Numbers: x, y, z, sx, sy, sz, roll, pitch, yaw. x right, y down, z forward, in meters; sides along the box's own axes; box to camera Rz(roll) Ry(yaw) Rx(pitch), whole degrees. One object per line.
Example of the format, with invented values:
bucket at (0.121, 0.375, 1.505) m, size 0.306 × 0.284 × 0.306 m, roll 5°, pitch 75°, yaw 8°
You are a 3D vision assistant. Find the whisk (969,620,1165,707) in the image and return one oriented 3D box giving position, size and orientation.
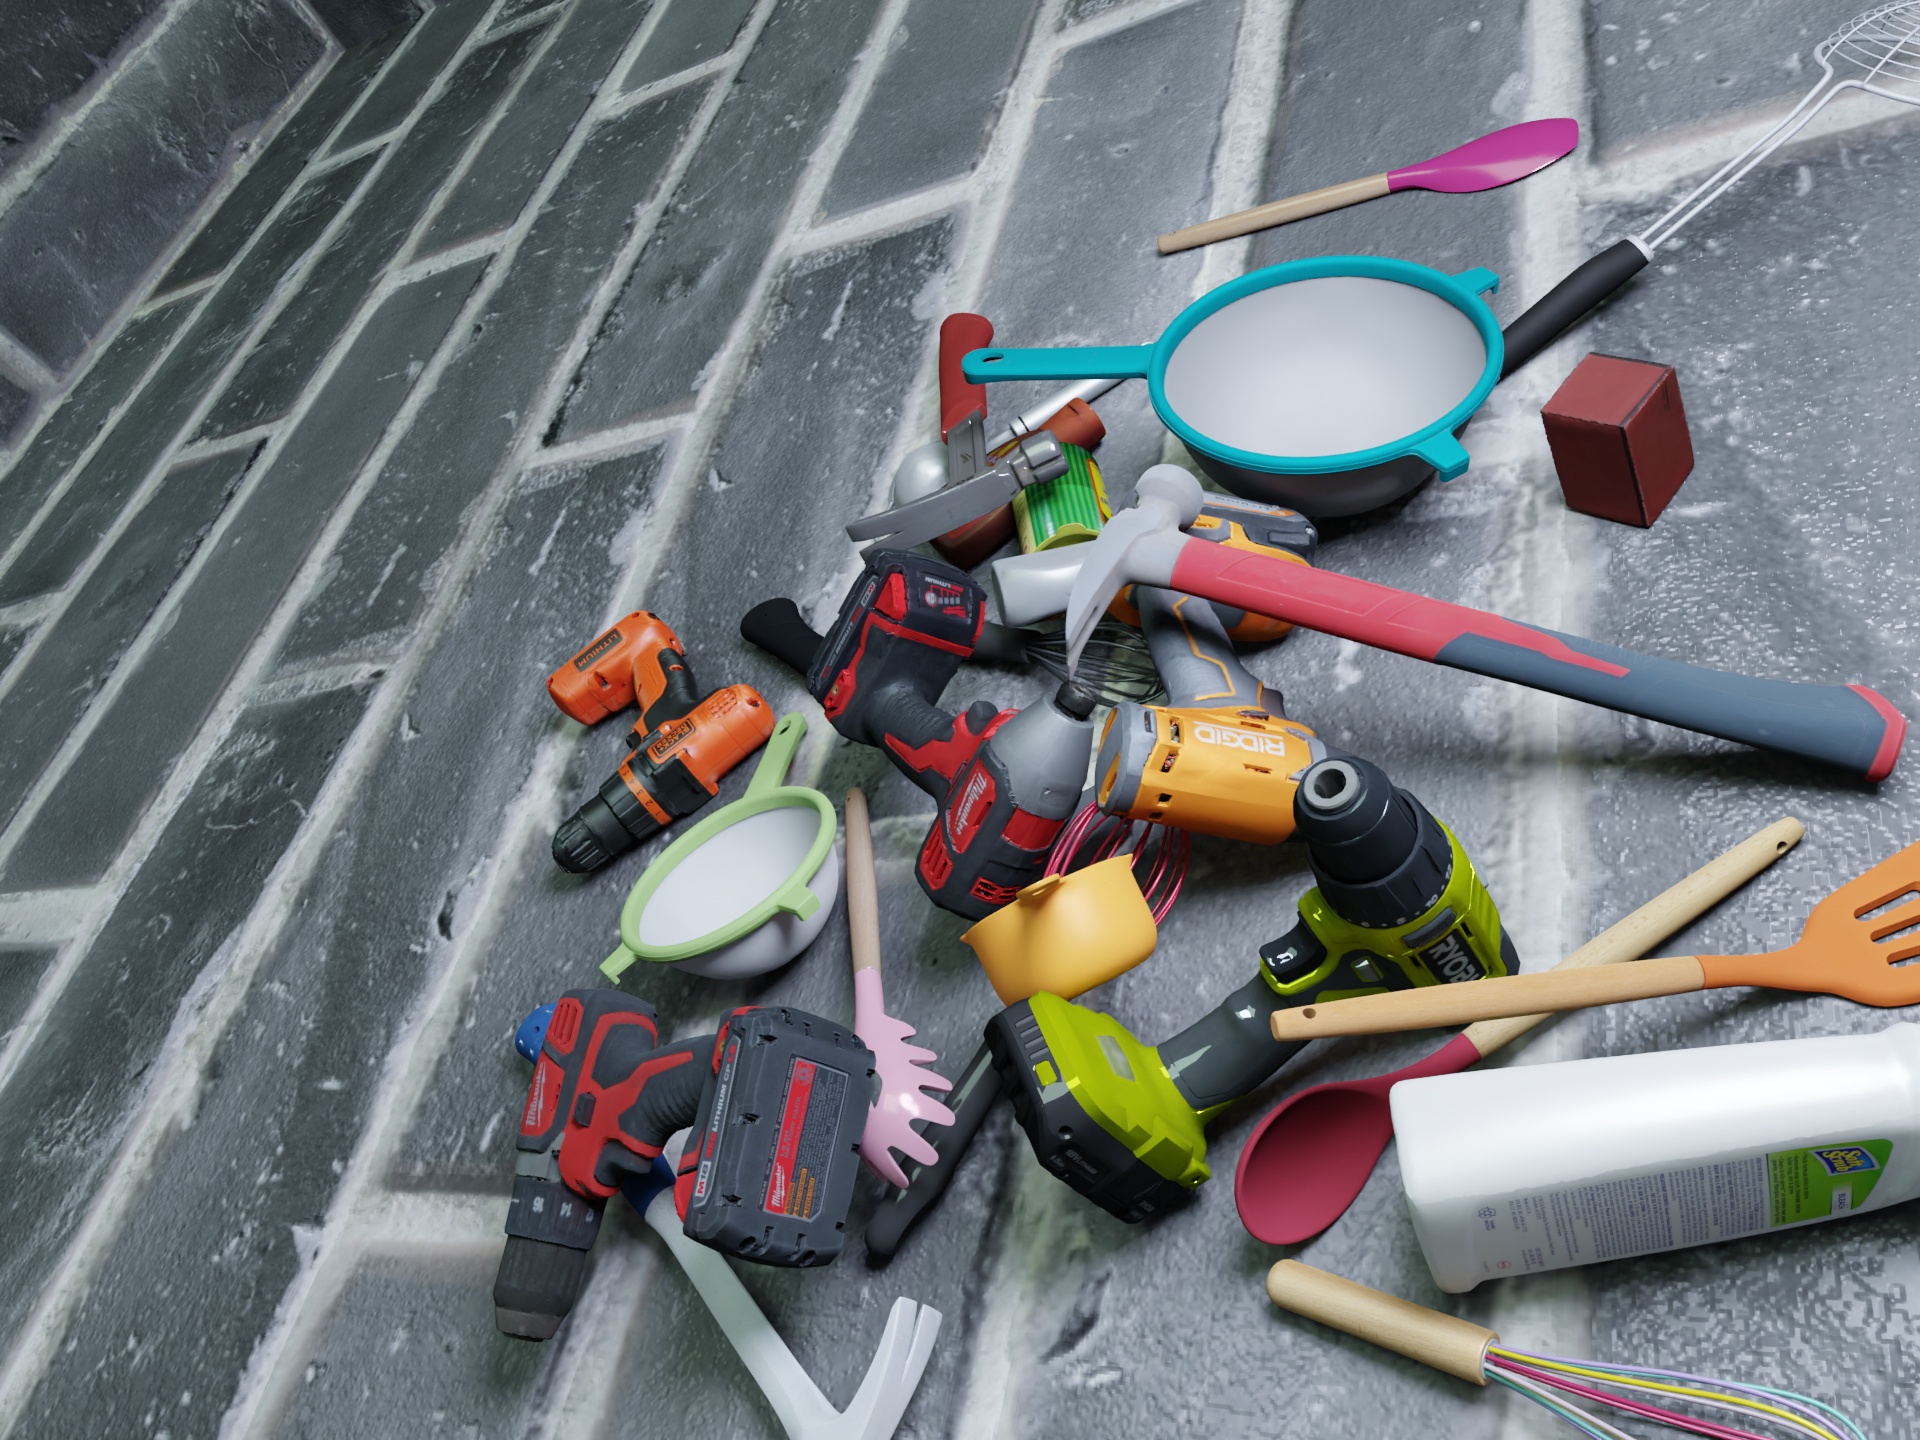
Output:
whisk at (0.045, -0.045, 1.034) m, size 0.239 × 0.055 × 0.055 m, roll 12°, pitch 61°, yaw 46°

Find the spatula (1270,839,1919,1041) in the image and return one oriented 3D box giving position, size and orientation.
spatula at (0.291, 0.104, 0.674) m, size 0.322 × 0.041 × 0.081 m, roll -6°, pitch 44°, yaw -5°

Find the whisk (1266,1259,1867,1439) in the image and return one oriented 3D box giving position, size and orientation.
whisk at (0.230, 0.256, 0.628) m, size 0.245 × 0.047 × 0.051 m, roll 7°, pitch 58°, yaw 42°

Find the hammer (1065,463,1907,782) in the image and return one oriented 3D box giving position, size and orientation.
hammer at (0.244, -0.029, 0.778) m, size 0.386 × 0.038 × 0.143 m, roll 18°, pitch 53°, yaw 20°

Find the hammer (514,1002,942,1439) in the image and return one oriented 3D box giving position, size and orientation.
hammer at (-0.156, 0.270, 0.880) m, size 0.144 × 0.035 × 0.406 m, roll -52°, pitch 41°, yaw -4°

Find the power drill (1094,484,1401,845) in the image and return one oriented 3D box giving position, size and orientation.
power drill at (0.157, -0.026, 0.882) m, size 0.164 × 0.084 × 0.227 m, roll 11°, pitch 46°, yaw -8°

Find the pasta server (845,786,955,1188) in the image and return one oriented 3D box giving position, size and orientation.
pasta server at (-0.049, 0.134, 0.916) m, size 0.060 × 0.040 × 0.316 m, roll -45°, pitch 26°, yaw 19°

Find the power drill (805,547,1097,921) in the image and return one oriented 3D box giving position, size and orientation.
power drill at (-0.001, -0.003, 0.918) m, size 0.143 × 0.078 × 0.220 m, roll -60°, pitch 38°, yaw 21°

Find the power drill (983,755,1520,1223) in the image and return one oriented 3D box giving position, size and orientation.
power drill at (0.129, 0.119, 0.716) m, size 0.228 × 0.190 × 0.080 m, roll -36°, pitch 46°, yaw 9°

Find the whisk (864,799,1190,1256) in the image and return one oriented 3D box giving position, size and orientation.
whisk at (0.037, 0.154, 0.847) m, size 0.073 × 0.073 × 0.296 m, roll 21°, pitch 71°, yaw 44°

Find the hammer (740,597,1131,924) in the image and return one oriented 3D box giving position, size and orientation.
hammer at (-0.039, 0.000, 1.057) m, size 0.149 × 0.036 × 0.409 m, roll -47°, pitch 41°, yaw -10°

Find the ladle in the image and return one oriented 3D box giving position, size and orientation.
ladle at (0.253, 0.133, 0.723) m, size 0.315 × 0.069 × 0.031 m, roll -33°, pitch 23°, yaw -4°

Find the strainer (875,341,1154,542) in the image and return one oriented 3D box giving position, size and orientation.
strainer at (0.037, -0.217, 1.201) m, size 0.258 × 0.050 × 0.087 m, roll -32°, pitch 57°, yaw 1°

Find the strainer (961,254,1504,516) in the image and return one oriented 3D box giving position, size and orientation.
strainer at (0.168, -0.198, 1.018) m, size 0.340 × 0.095 × 0.211 m, roll 5°, pitch 50°, yaw 22°

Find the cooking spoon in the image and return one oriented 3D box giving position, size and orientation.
cooking spoon at (0.298, -0.399, 1.201) m, size 0.319 × 0.017 × 0.069 m, roll -8°, pitch 48°, yaw 29°

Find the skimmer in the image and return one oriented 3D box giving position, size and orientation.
skimmer at (0.483, -0.314, 0.987) m, size 0.363 × 0.090 × 0.127 m, roll -39°, pitch 42°, yaw 14°

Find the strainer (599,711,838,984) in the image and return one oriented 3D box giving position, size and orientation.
strainer at (-0.123, 0.085, 1.027) m, size 0.151 × 0.069 × 0.257 m, roll -21°, pitch 26°, yaw 20°

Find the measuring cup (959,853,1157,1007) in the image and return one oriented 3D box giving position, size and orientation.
measuring cup at (0.049, 0.102, 0.741) m, size 0.095 × 0.173 × 0.052 m, roll -26°, pitch 79°, yaw 1°

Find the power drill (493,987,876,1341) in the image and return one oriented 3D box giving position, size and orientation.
power drill at (-0.158, 0.233, 0.823) m, size 0.227 × 0.080 × 0.188 m, roll -10°, pitch 61°, yaw 43°

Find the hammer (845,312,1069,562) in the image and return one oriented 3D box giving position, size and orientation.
hammer at (-0.006, -0.227, 1.171) m, size 0.149 × 0.036 × 0.359 m, roll -23°, pitch 29°, yaw 11°
